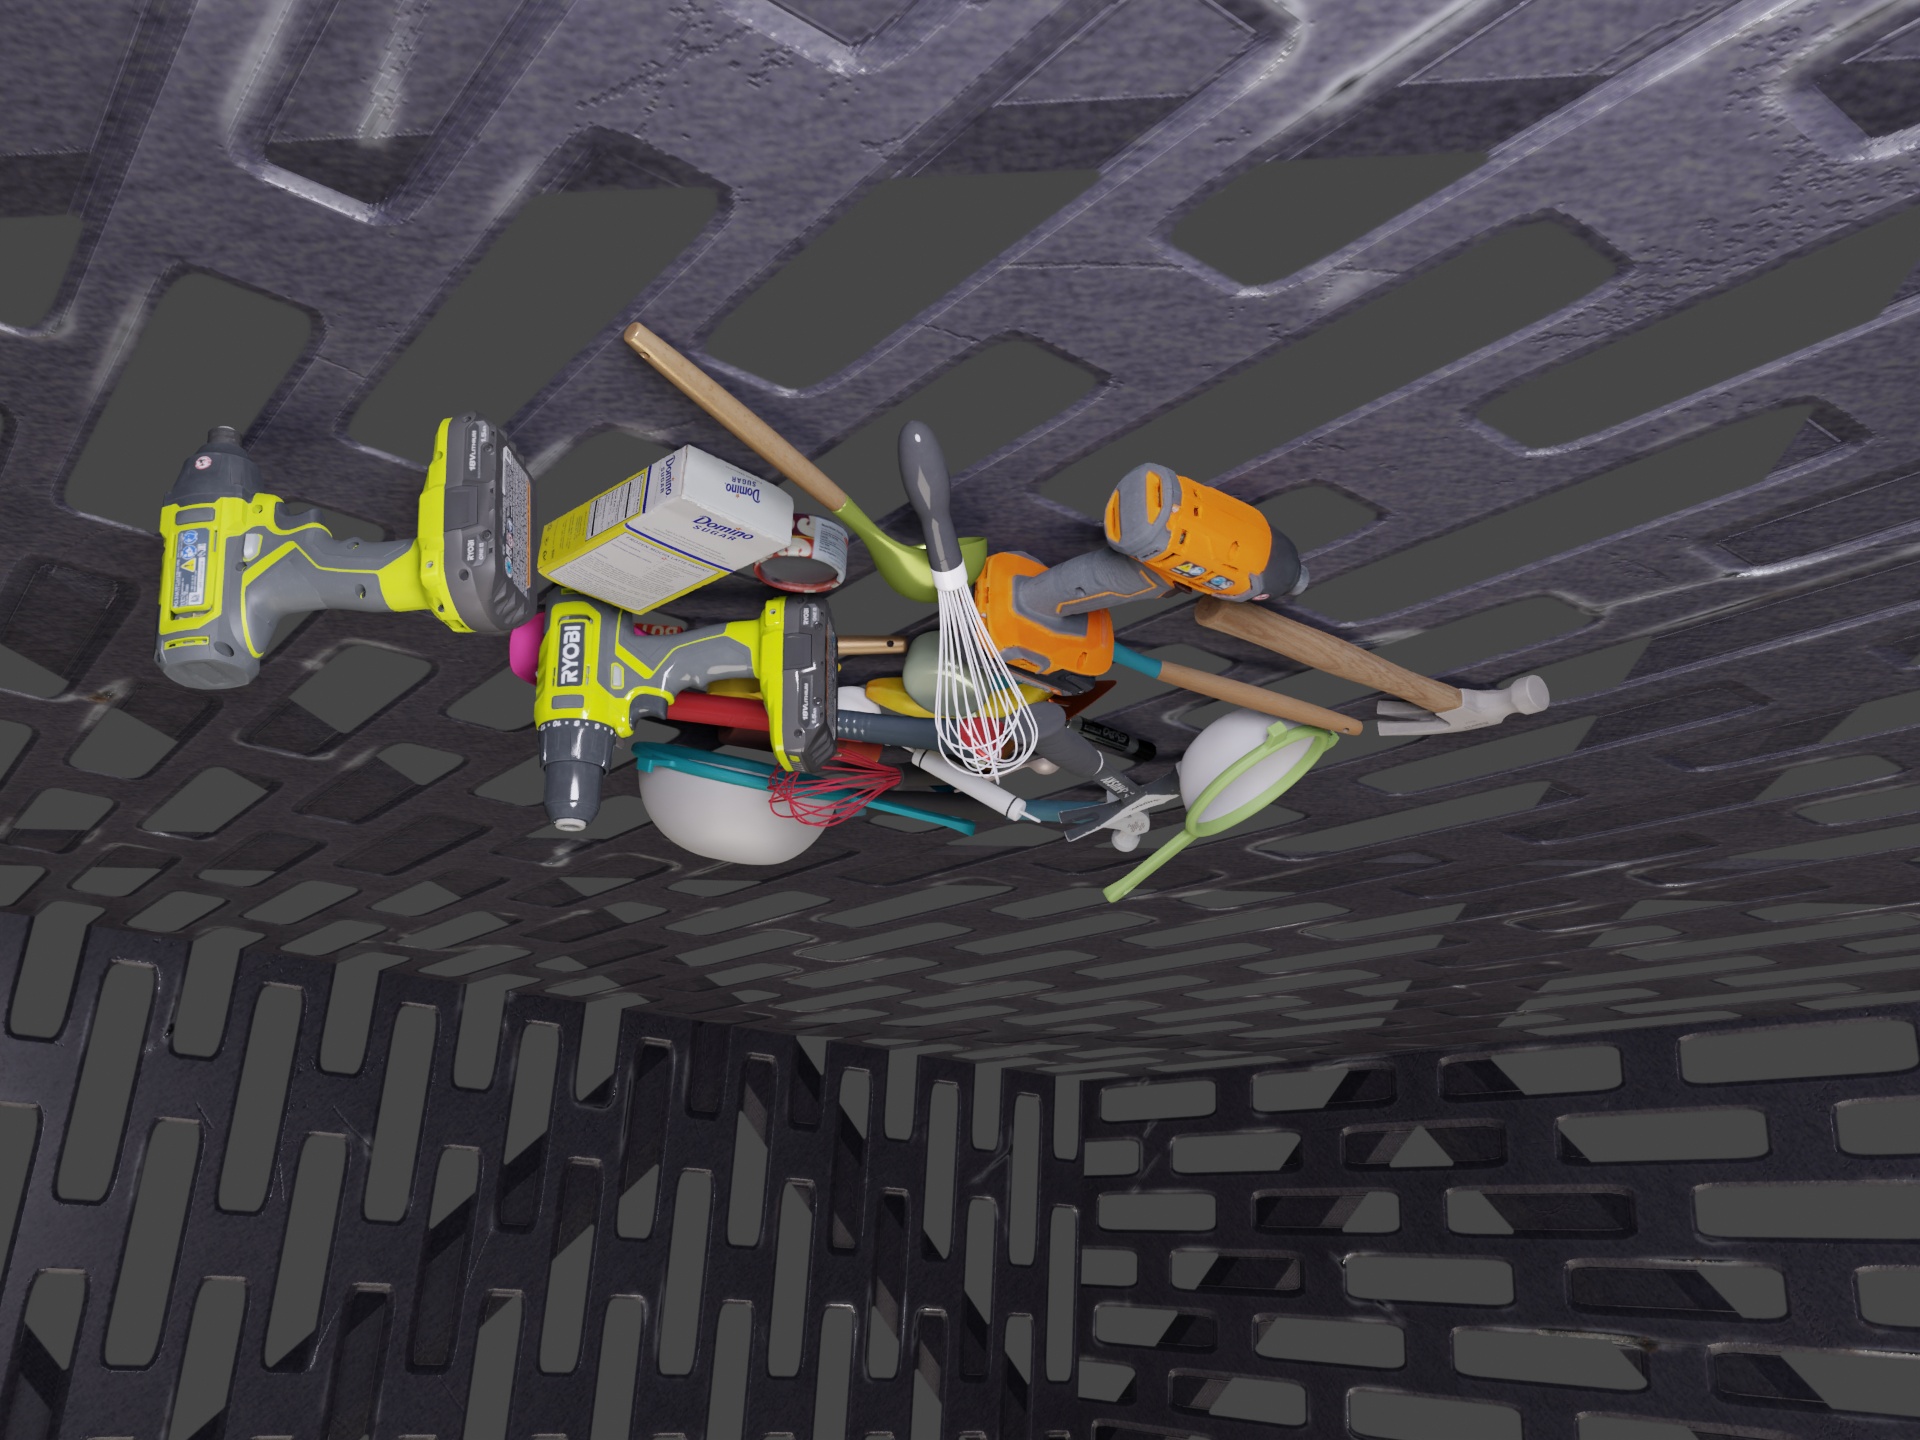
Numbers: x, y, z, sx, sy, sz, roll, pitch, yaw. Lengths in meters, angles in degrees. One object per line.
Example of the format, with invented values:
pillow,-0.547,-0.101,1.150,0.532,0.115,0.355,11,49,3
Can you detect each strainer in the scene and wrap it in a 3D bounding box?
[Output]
strainer,-0.158,0.101,1.534,0.340,0.095,0.211,14,180,-10
strainer,0.212,0.066,1.433,0.256,0.069,0.151,-42,156,23
strainer,-0.039,0.026,1.393,0.258,0.050,0.086,29,173,17

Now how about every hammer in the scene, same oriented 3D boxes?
hammer,-0.149,0.004,1.349,0.386,0.038,0.143,7,157,15
hammer,0.314,-0.044,1.267,0.331,0.031,0.130,17,156,-33
hammer,0.111,0.042,1.380,0.149,0.036,0.408,-24,162,13
hammer,0.034,0.092,1.645,0.331,0.033,0.128,3,151,-6

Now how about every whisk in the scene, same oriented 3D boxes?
whisk,0.000,-0.071,1.051,0.070,0.070,0.284,-2,129,15
whisk,-0.074,0.053,1.469,0.073,0.073,0.295,-11,176,35

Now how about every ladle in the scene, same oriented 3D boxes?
ladle,-0.090,-0.162,1.003,0.078,0.062,0.319,-1,155,38

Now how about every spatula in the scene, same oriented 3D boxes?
spatula,0.183,-0.025,1.288,0.317,0.044,0.082,15,138,-12
spatula,0.058,0.016,1.456,0.081,0.041,0.322,-35,174,-18

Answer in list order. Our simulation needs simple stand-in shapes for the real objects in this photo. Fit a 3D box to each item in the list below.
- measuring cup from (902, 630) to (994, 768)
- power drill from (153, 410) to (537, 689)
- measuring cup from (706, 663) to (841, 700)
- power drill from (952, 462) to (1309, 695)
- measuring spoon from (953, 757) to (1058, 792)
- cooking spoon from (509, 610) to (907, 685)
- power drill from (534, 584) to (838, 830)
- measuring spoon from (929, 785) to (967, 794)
measuring cup,-0.002,-0.004,1.330,0.083,0.038,0.167,3,138,17
power drill,-0.387,-0.118,0.997,0.223,0.171,0.080,-7,160,3
measuring cup,-0.158,-0.038,1.369,0.156,0.029,0.062,-17,152,39
power drill,0.119,-0.090,1.099,0.164,0.084,0.226,17,152,-35
measuring spoon,0.048,0.057,1.572,0.124,0.018,0.034,-20,175,27
cooking spoon,-0.202,-0.059,1.285,0.319,0.069,0.017,-1,173,-4
power drill,-0.212,-0.013,1.212,0.228,0.191,0.080,-2,160,3
measuring spoon,-0.017,0.062,1.651,0.042,0.021,0.128,-14,146,22
